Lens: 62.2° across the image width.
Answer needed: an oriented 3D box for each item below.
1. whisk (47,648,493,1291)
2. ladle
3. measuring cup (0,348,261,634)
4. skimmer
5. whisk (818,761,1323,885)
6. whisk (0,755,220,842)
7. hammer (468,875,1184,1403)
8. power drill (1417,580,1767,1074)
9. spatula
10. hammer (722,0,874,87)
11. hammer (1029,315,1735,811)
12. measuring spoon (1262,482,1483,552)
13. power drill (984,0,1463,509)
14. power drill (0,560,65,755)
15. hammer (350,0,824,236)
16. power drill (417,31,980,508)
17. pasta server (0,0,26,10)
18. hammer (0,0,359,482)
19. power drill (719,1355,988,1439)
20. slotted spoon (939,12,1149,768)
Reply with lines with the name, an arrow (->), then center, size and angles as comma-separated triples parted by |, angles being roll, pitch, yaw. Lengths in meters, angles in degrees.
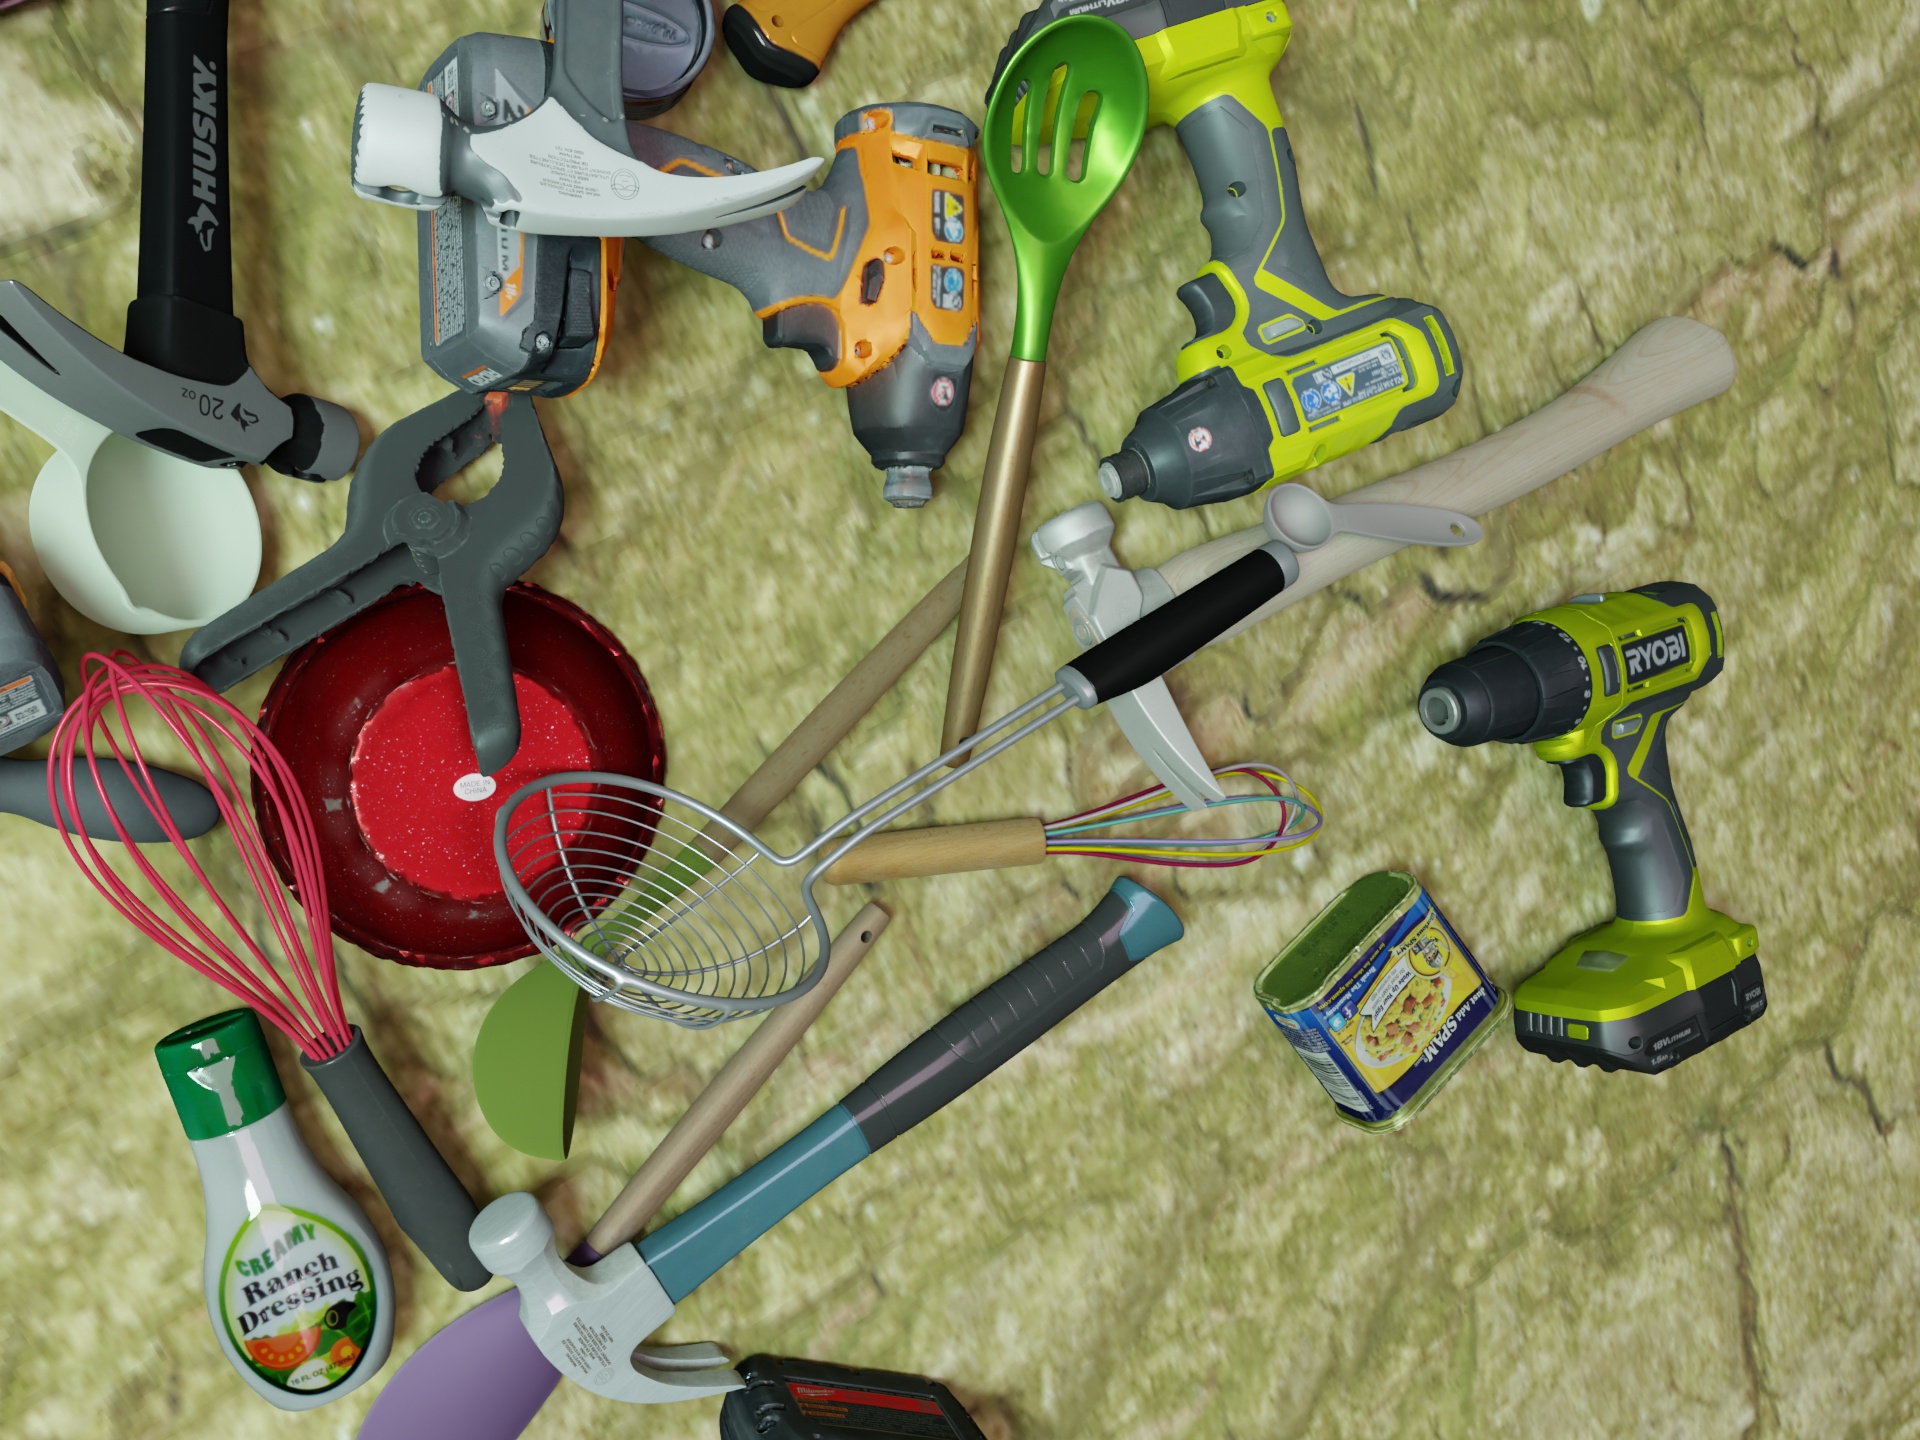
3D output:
whisk -> -0.237, 0.103, 0.575 | 0.073, 0.073, 0.295 | -28, 119, -18
ladle -> -0.080, 0.045, 0.665 | 0.062, 0.078, 0.320 | 41, 71, 4
measuring cup -> -0.311, -0.092, 0.535 | 0.167, 0.038, 0.083 | 52, 35, -47
skimmer -> -0.001, -0.002, 0.618 | 0.363, 0.127, 0.090 | -31, 145, -21
whisk -> 0.055, 0.051, 0.729 | 0.245, 0.051, 0.047 | -5, 73, -17
whisk -> -0.405, 0.010, 0.538 | 0.284, 0.070, 0.070 | 11, 88, -27
hammer -> -0.035, 0.167, 0.688 | 0.331, 0.033, 0.128 | -33, 116, -21
power drill -> 0.317, 0.053, 0.799 | 0.190, 0.080, 0.228 | -15, 96, -31
spatula -> -0.136, 0.200, 0.666 | 0.059, 0.018, 0.316 | 45, 77, -20
hammer -> 0.025, -0.392, 0.701 | 0.337, 0.034, 0.127 | -42, 107, -15
hammer -> 0.236, -0.102, 0.780 | 0.410, 0.038, 0.146 | -25, 85, -21
measuring spoon -> 0.191, -0.088, 0.738 | 0.124, 0.018, 0.034 | 1, 65, -25
power drill -> 0.106, -0.211, 0.698 | 0.171, 0.080, 0.223 | -23, 92, -16
power drill -> -0.410, -0.067, 0.483 | 0.185, 0.084, 0.226 | -31, 83, -28
hammer -> -0.121, -0.359, 0.552 | 0.149, 0.036, 0.409 | 4, 79, -23
power drill -> -0.089, -0.169, 0.626 | 0.226, 0.084, 0.164 | -3, 93, -35
pasta server -> -0.431, -0.209, 0.505 | 0.316, 0.060, 0.040 | -33, 119, -22
hammer -> -0.275, -0.260, 0.557 | 0.035, 0.146, 0.335 | -4, 85, 22
power drill -> -0.089, 0.394, 0.664 | 0.187, 0.080, 0.227 | 17, 89, -21
slotted spoon -> 0.021, -0.126, 0.664 | 0.070, 0.031, 0.313 | 0, 112, -26
